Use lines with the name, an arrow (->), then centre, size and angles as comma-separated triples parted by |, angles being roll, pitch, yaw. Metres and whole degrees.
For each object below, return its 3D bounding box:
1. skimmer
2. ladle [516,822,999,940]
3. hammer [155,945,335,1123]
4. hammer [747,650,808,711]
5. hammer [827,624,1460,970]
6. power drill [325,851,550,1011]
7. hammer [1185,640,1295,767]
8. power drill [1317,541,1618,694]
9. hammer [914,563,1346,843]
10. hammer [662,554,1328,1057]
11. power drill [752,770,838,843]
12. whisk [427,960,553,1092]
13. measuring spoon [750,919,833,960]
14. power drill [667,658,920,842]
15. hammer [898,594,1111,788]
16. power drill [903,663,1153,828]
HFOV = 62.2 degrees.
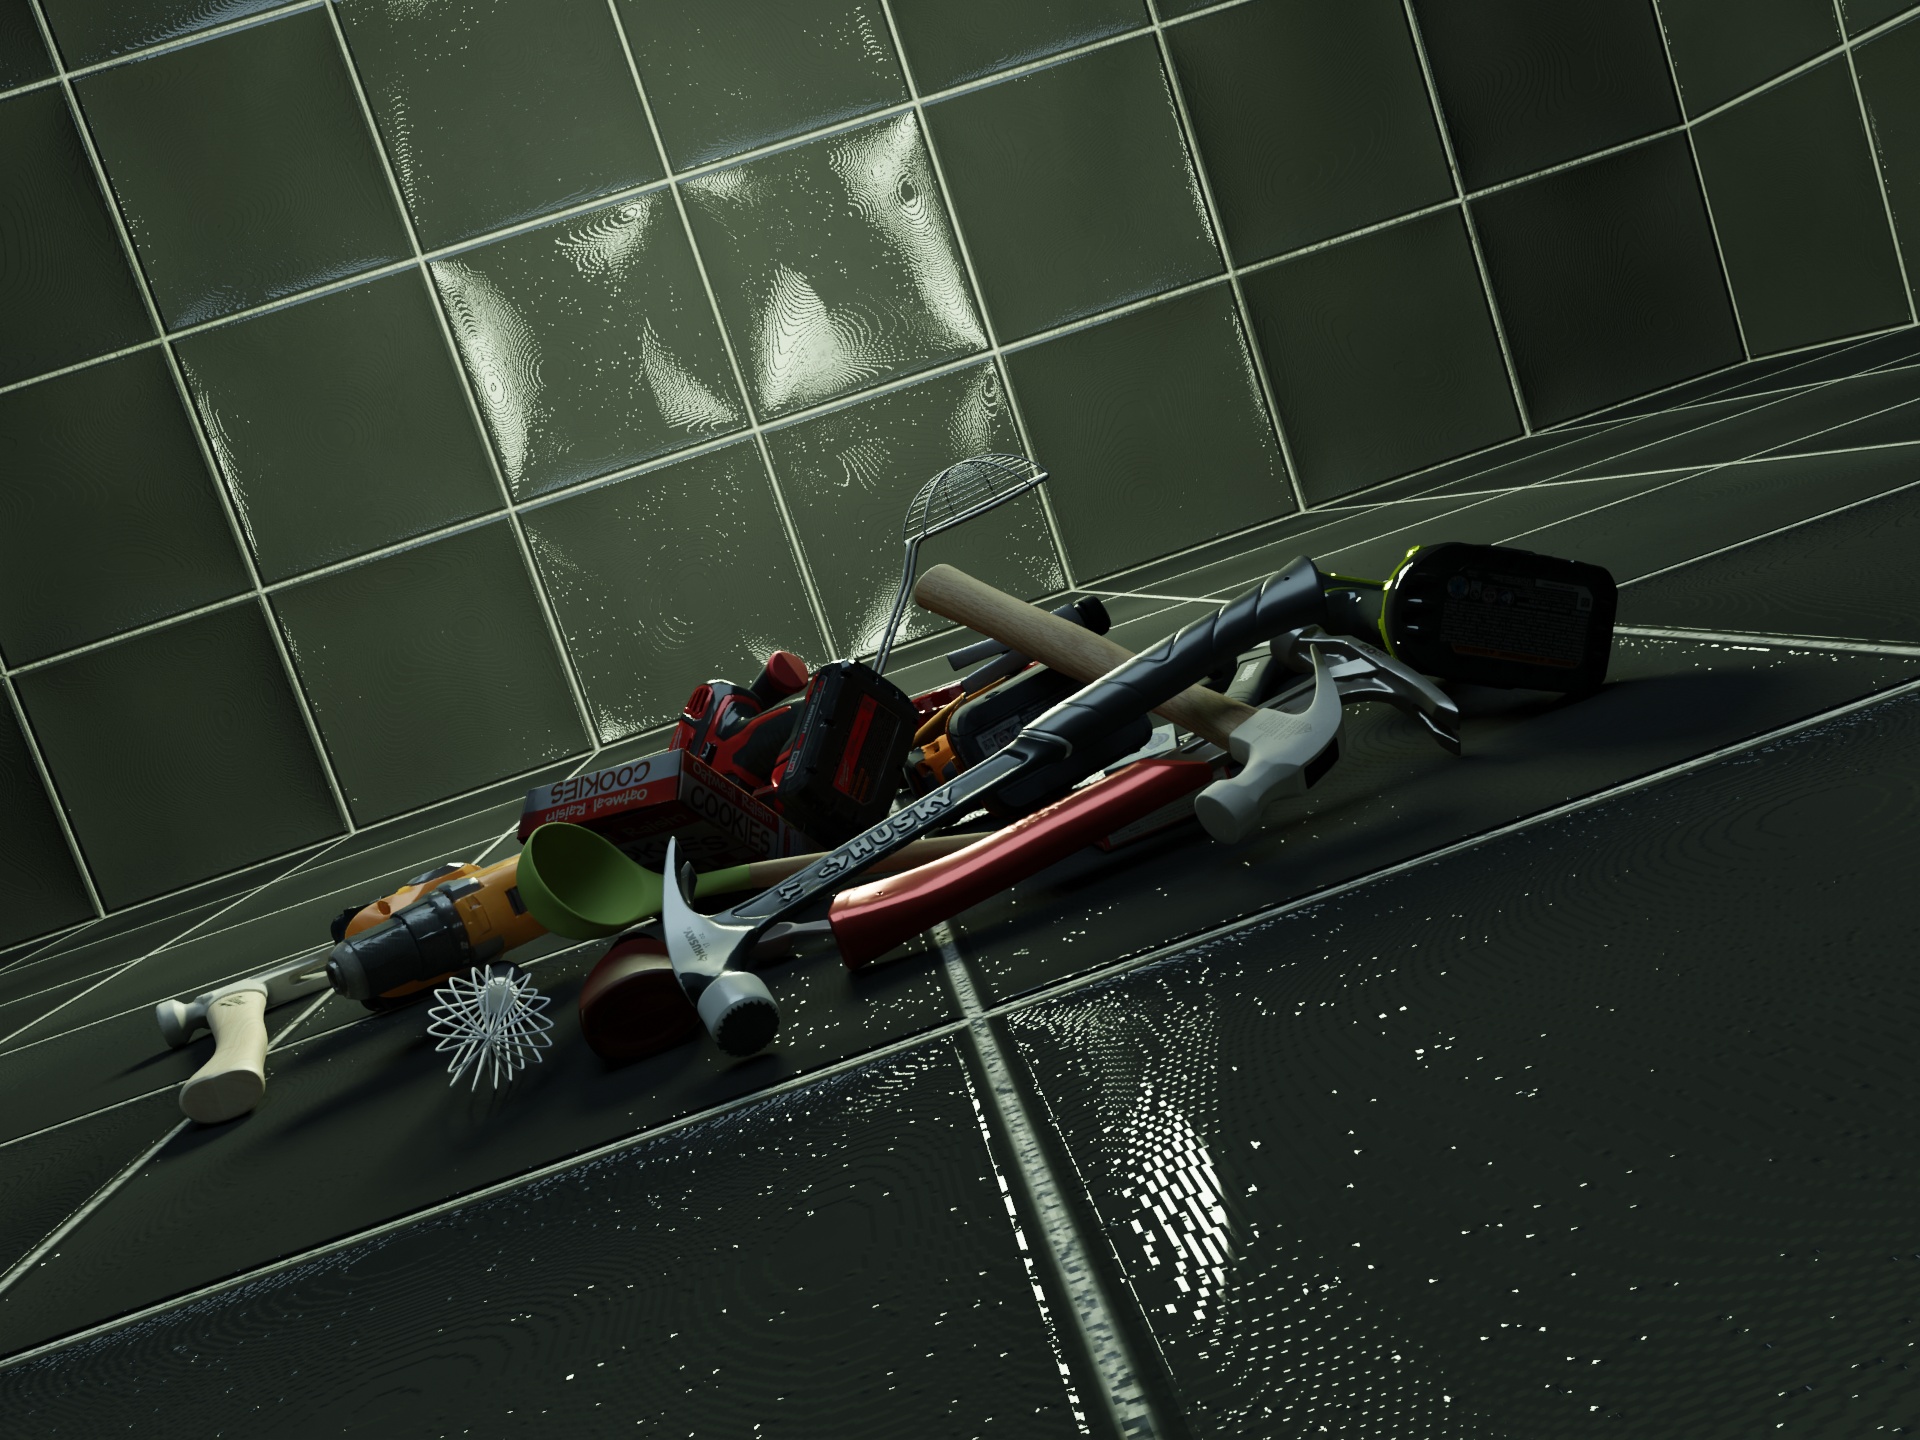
skimmer -> -0.030, -0.050, 1.231 | 0.090, 0.363, 0.127 | 26, -17, -24
ladle -> -0.099, 0.081, 0.948 | 0.320, 0.062, 0.078 | -6, 40, -10
hammer -> -0.523, 0.230, 1.176 | 0.146, 0.038, 0.411 | -20, 7, -23
hammer -> -0.242, 0.041, 1.387 | 0.143, 0.038, 0.386 | -34, -2, -39
hammer -> 0.095, 0.047, 0.884 | 0.359, 0.036, 0.149 | -26, 35, -15
power drill -> -0.372, 0.151, 1.118 | 0.185, 0.084, 0.226 | -24, 2, -38
hammer -> 0.206, -0.015, 1.193 | 0.146, 0.035, 0.335 | -15, 8, 20
power drill -> 0.311, -0.063, 1.014 | 0.171, 0.080, 0.223 | 8, 2, -7
hammer -> 0.086, -0.034, 0.938 | 0.130, 0.031, 0.332 | -34, 39, -24
hammer -> 0.026, 0.021, 0.842 | 0.409, 0.036, 0.149 | -30, 37, -12
power drill -> -0.142, 0.065, 1.325 | 0.143, 0.078, 0.220 | -18, 10, 9
whisk -> -0.274, 0.167, 0.946 | 0.070, 0.070, 0.284 | -20, 3, -14
measuring spoon -> -0.070, 0.125, 0.920 | 0.124, 0.018, 0.034 | -9, 9, 18
power drill -> -0.149, 0.051, 1.152 | 0.227, 0.080, 0.188 | -9, 55, 46
hammer -> -0.002, -0.004, 1.255 | 0.127, 0.034, 0.337 | -25, -9, -26
power drill -> 0.053, 0.008, 1.090 | 0.164, 0.084, 0.226 | -28, -1, -12
